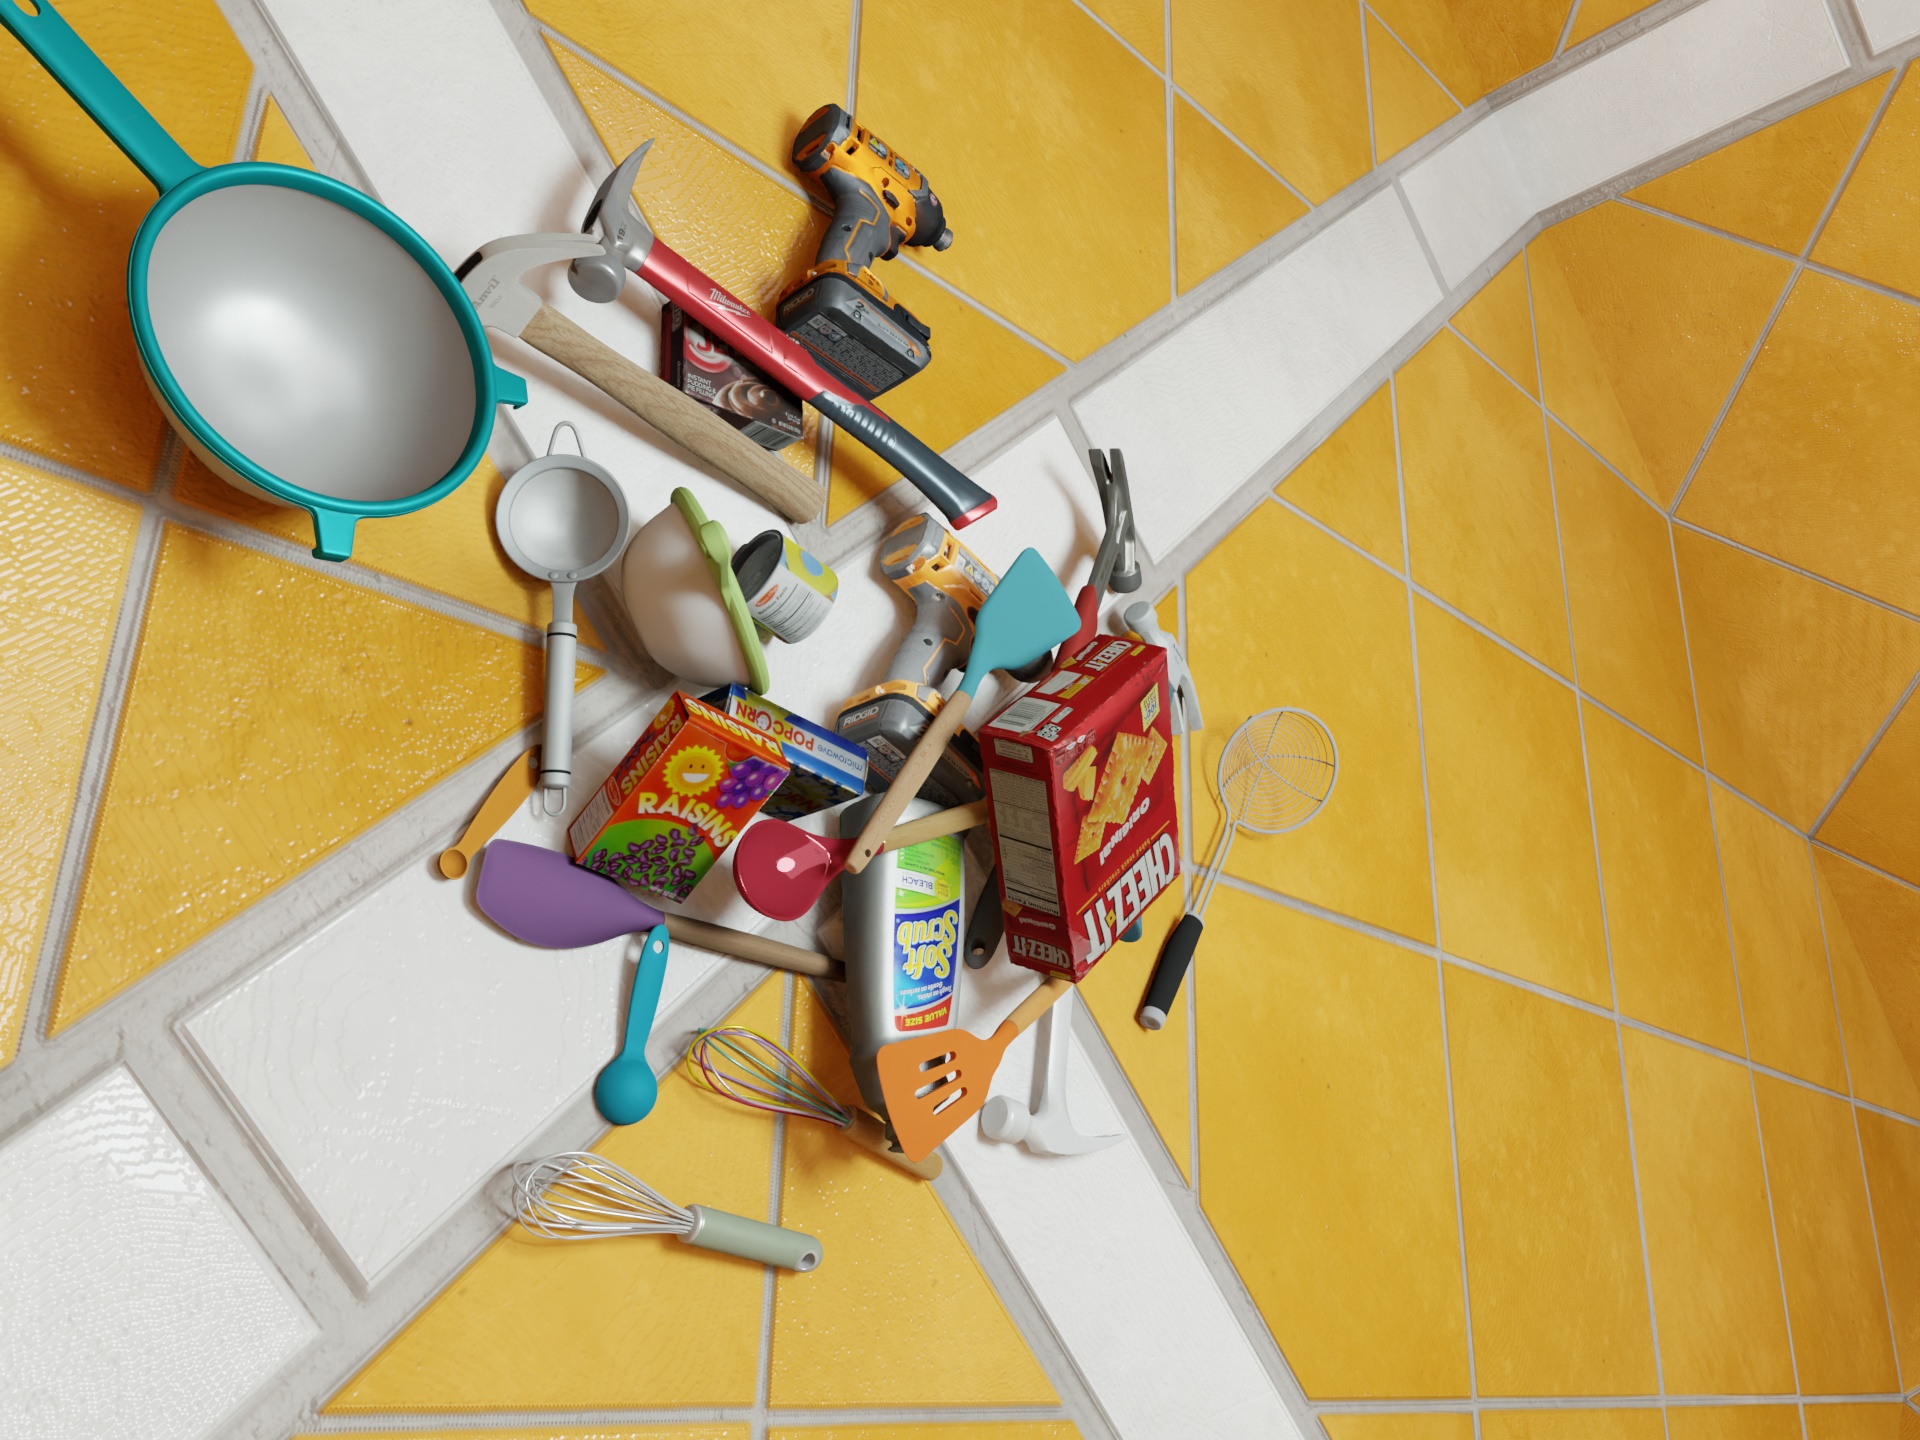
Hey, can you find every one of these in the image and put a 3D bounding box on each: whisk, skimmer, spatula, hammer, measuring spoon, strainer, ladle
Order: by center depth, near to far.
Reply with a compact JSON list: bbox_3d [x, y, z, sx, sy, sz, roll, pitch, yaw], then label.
[{"bbox_3d":[-0.421,-0.248,0.891,0.340,0.095,0.211,50,43,-19],"label":"strainer"},{"bbox_3d":[-0.290,0.055,0.988,0.021,0.011,0.117,53,41,-25],"label":"measuring spoon"},{"bbox_3d":[-0.176,0.313,0.994,0.246,0.059,0.058,32,92,-41],"label":"whisk"},{"bbox_3d":[-0.199,0.193,1.012,0.042,0.021,0.129,23,69,-40],"label":"measuring spoon"},{"bbox_3d":[-0.179,-0.081,1.018,0.069,0.256,0.151,-23,88,-10],"label":"strainer"},{"bbox_3d":[-0.260,-0.065,1.034,0.087,0.050,0.258,1,77,-8],"label":"strainer"},{"bbox_3d":[-0.182,0.143,1.063,0.315,0.018,0.060,23,68,-41],"label":"spatula"},{"bbox_3d":[-0.097,0.269,1.100,0.244,0.051,0.047,40,71,-36],"label":"whisk"},{"bbox_3d":[-0.212,-0.225,1.114,0.331,0.130,0.031,29,17,-46],"label":"hammer"},{"bbox_3d":[-0.040,0.080,1.131,0.315,0.031,0.069,-13,85,-44],"label":"ladle"},{"bbox_3d":[-0.002,-0.004,1.159,0.082,0.044,0.318,55,44,-24],"label":"spatula"},{"bbox_3d":[0.036,0.220,1.171,0.322,0.041,0.081,-24,97,-63],"label":"spatula"},{"bbox_3d":[-0.115,-0.272,1.207,0.386,0.038,0.143,33,51,-32],"label":"hammer"},{"bbox_3d":[0.045,0.096,1.306,0.055,0.055,0.239,40,55,-31],"label":"whisk"},{"bbox_3d":[0.095,0.163,1.341,0.144,0.035,0.406,28,57,-37],"label":"hammer"},{"bbox_3d":[0.101,-0.080,1.358,0.359,0.037,0.149,-68,151,-46],"label":"hammer"},{"bbox_3d":[0.166,0.050,1.422,0.128,0.033,0.331,52,38,-36],"label":"hammer"},{"bbox_3d":[0.258,0.136,1.481,0.127,0.090,0.363,48,48,-19],"label":"skimmer"}]

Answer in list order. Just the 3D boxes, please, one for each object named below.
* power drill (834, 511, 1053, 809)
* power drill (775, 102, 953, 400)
[{"bbox_3d":[-0.004,-0.032,1.275,0.185,0.084,0.226,41,45,-32],"label":"power drill"},{"bbox_3d":[-0.071,-0.383,1.325,0.164,0.084,0.227,28,53,-39],"label":"power drill"}]
